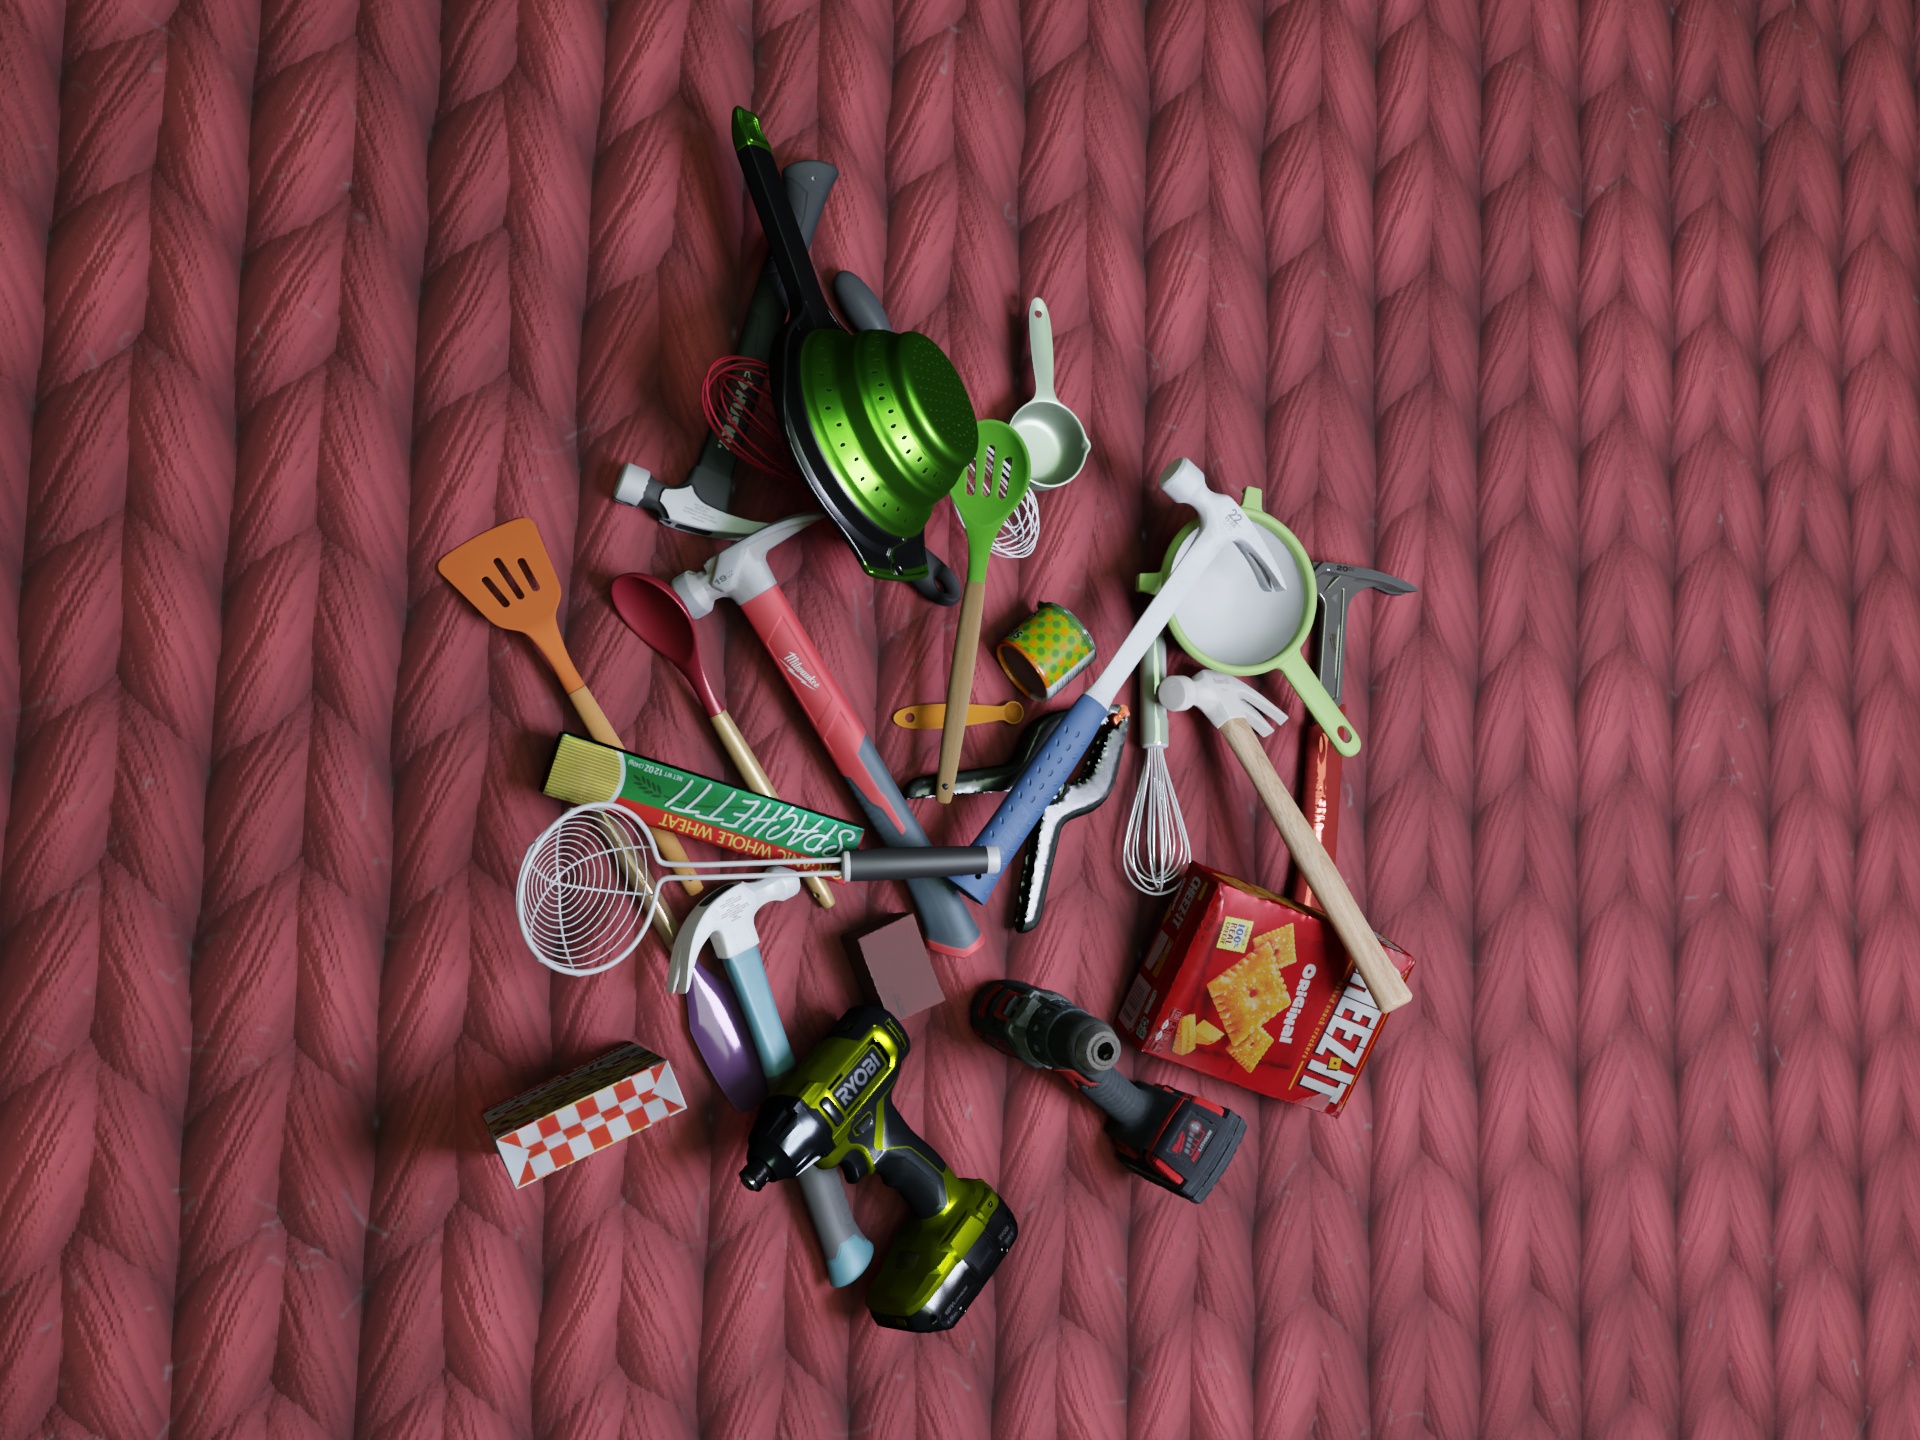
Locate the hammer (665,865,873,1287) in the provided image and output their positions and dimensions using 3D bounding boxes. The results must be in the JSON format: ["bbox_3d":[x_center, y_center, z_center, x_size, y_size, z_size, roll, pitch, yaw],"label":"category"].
[{"bbox_3d":[-0.136,0.288,1.256,0.128,0.033,0.331,-23,97,-37],"label":"hammer"}]

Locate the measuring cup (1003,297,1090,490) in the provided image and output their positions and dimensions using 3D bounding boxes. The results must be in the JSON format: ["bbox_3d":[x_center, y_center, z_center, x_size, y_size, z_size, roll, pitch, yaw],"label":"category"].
[{"bbox_3d":[0.066,-0.282,1.385,0.083,0.038,0.167,-1,85,-22],"label":"measuring cup"}]

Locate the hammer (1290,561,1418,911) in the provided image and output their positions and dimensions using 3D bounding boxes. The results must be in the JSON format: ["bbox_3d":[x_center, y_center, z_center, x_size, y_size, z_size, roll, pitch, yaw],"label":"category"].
[{"bbox_3d":[0.345,0.034,1.473,0.149,0.037,0.359,8,83,-21],"label":"hammer"}]

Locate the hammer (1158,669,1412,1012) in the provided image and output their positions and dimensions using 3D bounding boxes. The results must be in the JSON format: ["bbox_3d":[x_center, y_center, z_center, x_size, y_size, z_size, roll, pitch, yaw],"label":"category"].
[{"bbox_3d":[0.290,0.098,1.367,0.130,0.031,0.331,-5,60,-47],"label":"hammer"}]

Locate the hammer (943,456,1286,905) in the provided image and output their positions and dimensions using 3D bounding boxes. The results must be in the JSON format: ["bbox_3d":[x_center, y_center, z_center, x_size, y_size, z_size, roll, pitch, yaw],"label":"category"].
[{"bbox_3d":[0.122,-0.020,1.320,0.144,0.035,0.405,40,77,-17],"label":"hammer"}]

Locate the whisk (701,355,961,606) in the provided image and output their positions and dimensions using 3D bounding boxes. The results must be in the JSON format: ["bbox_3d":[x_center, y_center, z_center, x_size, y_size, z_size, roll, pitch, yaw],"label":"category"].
[{"bbox_3d":[-0.095,-0.184,1.273,0.295,0.073,0.073,42,72,-34],"label":"whisk"}]

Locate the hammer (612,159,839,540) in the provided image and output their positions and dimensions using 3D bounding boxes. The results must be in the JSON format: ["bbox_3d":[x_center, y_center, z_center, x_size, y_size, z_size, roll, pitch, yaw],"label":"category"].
[{"bbox_3d":[-0.161,-0.306,1.298,0.146,0.035,0.335,20,79,-18],"label":"hammer"}]

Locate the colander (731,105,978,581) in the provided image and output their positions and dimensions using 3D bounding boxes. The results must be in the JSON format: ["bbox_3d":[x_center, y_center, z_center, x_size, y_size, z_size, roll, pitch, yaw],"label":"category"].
[{"bbox_3d":[-0.078,-0.308,1.229,0.204,0.094,0.397,-10,79,-65],"label":"colander"}]

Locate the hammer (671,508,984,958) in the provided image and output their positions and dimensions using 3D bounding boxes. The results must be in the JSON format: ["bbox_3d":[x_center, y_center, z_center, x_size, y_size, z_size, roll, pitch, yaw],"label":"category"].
[{"bbox_3d":[-0.073,0.020,1.282,0.143,0.038,0.386,-28,102,11],"label":"hammer"}]

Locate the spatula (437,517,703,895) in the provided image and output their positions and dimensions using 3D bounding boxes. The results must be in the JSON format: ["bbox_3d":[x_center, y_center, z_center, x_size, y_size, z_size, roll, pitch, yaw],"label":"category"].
[{"bbox_3d":[-0.287,-0.003,1.234,0.081,0.041,0.322,-32,102,-20],"label":"spatula"}]

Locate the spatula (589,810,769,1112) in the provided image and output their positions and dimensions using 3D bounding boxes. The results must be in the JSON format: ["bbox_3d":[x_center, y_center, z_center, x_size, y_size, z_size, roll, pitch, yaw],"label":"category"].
[{"bbox_3d":[-0.227,0.163,1.246,0.060,0.018,0.316,-33,99,-27],"label":"spatula"}]

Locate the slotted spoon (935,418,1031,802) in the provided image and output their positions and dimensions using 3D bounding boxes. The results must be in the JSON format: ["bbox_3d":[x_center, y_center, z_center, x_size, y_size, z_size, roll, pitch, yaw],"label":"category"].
[{"bbox_3d":[0.006,-0.088,1.302,0.070,0.031,0.314,8,93,1],"label":"slotted spoon"}]

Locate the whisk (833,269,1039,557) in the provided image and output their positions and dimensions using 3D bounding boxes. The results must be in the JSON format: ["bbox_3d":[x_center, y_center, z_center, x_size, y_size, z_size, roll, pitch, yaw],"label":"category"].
[{"bbox_3d":[-0.023,-0.257,1.339,0.070,0.070,0.284,-36,95,-20],"label":"whisk"}]

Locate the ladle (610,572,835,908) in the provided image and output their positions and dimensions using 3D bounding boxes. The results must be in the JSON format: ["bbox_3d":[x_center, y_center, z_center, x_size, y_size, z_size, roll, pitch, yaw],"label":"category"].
[{"bbox_3d":[-0.180,0.017,1.262,0.031,0.069,0.315,-41,108,-43],"label":"ladle"}]

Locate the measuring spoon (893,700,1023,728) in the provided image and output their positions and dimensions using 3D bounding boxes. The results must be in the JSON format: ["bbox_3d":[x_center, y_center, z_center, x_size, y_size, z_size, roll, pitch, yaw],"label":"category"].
[{"bbox_3d":[-0.002,-0.004,1.354,0.117,0.011,0.021,-3,88,-18],"label":"measuring spoon"}]

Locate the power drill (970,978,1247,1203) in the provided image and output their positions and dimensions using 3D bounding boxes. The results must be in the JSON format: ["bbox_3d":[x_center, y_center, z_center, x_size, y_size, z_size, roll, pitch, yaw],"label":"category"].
[{"bbox_3d":[0.126,0.295,1.290,0.226,0.188,0.080,41,74,-18],"label":"power drill"}]

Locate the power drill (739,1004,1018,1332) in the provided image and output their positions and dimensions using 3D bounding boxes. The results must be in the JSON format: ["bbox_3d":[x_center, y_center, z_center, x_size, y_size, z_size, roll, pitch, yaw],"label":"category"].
[{"bbox_3d":[-0.066,0.359,1.236,0.171,0.080,0.223,-45,109,-38],"label":"power drill"}]

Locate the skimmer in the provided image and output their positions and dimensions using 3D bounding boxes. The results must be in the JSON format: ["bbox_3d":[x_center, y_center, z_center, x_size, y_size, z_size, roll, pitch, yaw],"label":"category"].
[{"bbox_3d":[-0.142,0.119,1.186,0.363,0.090,0.127,-1,98,-12],"label":"skimmer"}]

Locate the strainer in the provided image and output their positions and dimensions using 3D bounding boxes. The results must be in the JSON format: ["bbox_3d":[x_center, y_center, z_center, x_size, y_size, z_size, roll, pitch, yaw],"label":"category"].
[{"bbox_3d":[0.268,-0.070,1.427,0.151,0.069,0.256,-40,98,-16],"label":"strainer"}]

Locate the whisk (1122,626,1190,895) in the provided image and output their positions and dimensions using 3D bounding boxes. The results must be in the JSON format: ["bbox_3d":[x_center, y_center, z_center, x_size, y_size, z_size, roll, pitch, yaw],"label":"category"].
[{"bbox_3d":[0.172,0.030,1.400,0.059,0.057,0.246,-1,81,9],"label":"whisk"}]
